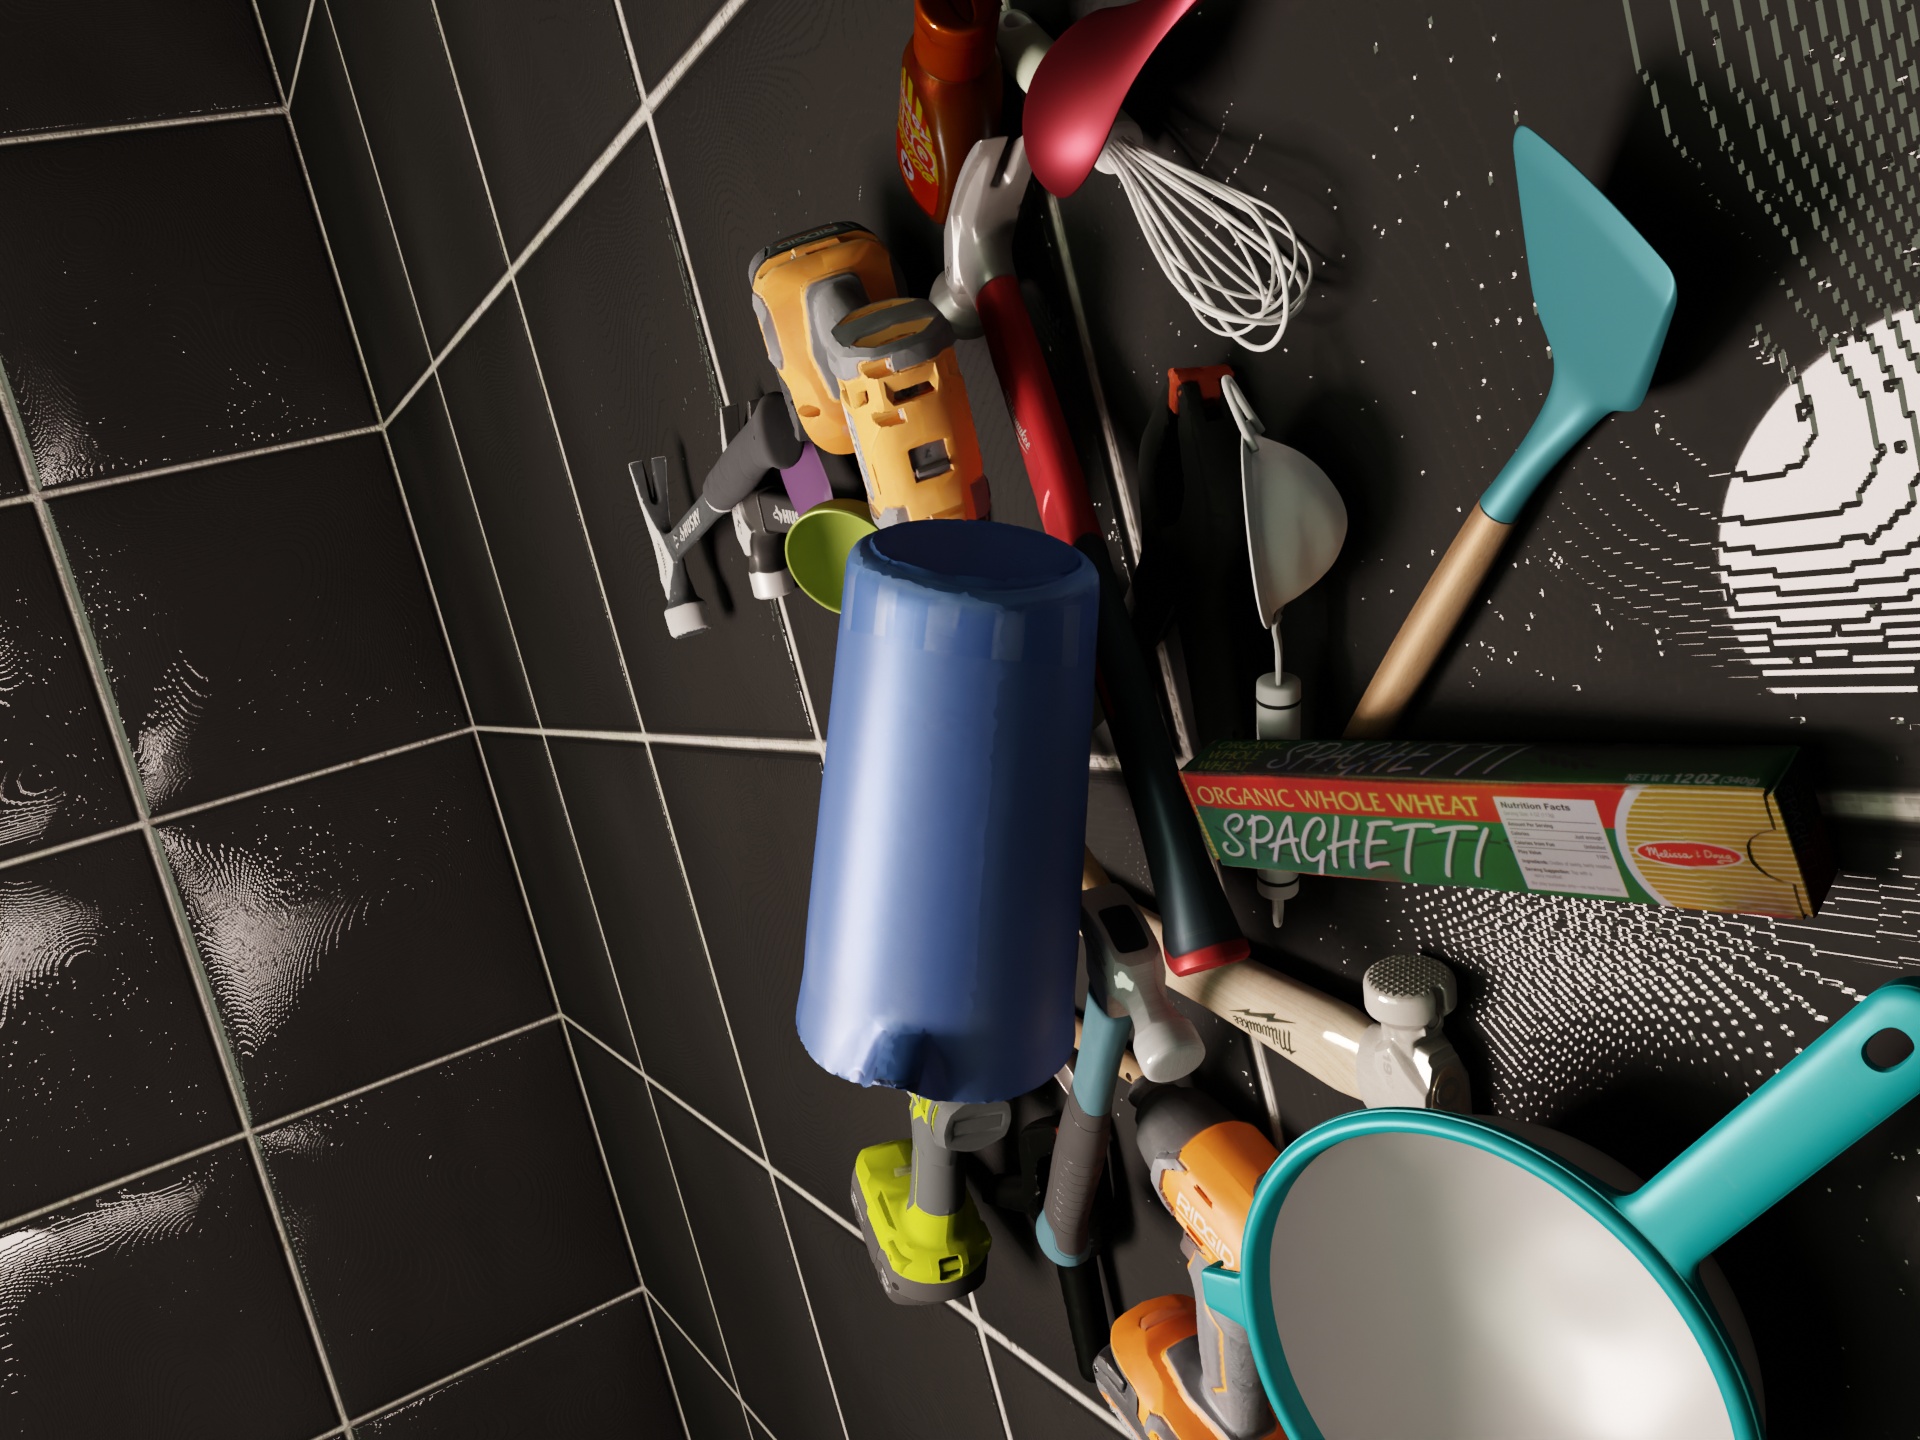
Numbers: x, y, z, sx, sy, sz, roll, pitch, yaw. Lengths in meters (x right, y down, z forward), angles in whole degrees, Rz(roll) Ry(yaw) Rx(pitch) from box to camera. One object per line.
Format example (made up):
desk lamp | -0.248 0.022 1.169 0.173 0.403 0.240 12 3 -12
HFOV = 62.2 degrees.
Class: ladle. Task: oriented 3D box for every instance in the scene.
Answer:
ladle | 0.109 -0.280 0.555 0.315 0.031 0.069 -23 66 54
ladle | -0.001 -0.003 0.886 0.320 0.062 0.078 56 143 26

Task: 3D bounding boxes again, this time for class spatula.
spatula | 0.179 -0.059 0.588 0.317 0.044 0.082 104 148 -50
spatula | -0.061 -0.070 0.989 0.316 0.018 0.059 66 150 22

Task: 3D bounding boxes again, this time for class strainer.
strainer | 0.245 0.193 0.585 0.211 0.095 0.340 49 131 25
strainer | 0.138 -0.021 0.680 0.050 0.087 0.258 2 118 15

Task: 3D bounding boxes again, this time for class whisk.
whisk | 0.072 -0.240 0.680 0.059 0.058 0.247 90 155 -51

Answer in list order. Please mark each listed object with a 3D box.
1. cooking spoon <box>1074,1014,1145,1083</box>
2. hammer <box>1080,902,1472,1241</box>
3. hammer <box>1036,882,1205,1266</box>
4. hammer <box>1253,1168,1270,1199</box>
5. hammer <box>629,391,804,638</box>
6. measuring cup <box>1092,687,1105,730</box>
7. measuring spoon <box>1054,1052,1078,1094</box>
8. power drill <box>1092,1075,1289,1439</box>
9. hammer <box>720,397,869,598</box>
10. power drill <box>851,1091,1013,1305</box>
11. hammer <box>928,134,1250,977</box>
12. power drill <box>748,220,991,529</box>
cooking spoon | 0.035 0.179 1.053 0.319 0.017 0.068 21 125 59
hammer | 0.110 0.131 0.857 0.411 0.038 0.146 25 129 57
hammer | 0.069 0.207 0.848 0.330 0.033 0.128 94 160 -48
hammer | 0.236 0.345 0.702 0.337 0.034 0.127 59 153 10
hammer | -0.179 -0.164 1.155 0.409 0.036 0.149 -18 88 69
measuring cup | 0.023 -0.041 0.790 0.038 0.167 0.083 31 91 47
measuring spoon | 0.056 0.214 1.046 0.124 0.018 0.034 27 139 64
power drill | 0.135 0.312 0.877 0.164 0.084 0.226 46 140 46
hammer | -0.078 -0.136 1.053 0.335 0.035 0.146 20 125 58
power drill | -0.025 0.291 1.143 0.171 0.080 0.223 -124 34 -52
hammer | 0.061 -0.075 0.731 0.143 0.038 0.386 119 136 -70
power drill | -0.039 -0.155 0.852 0.226 0.084 0.185 -120 12 -54
